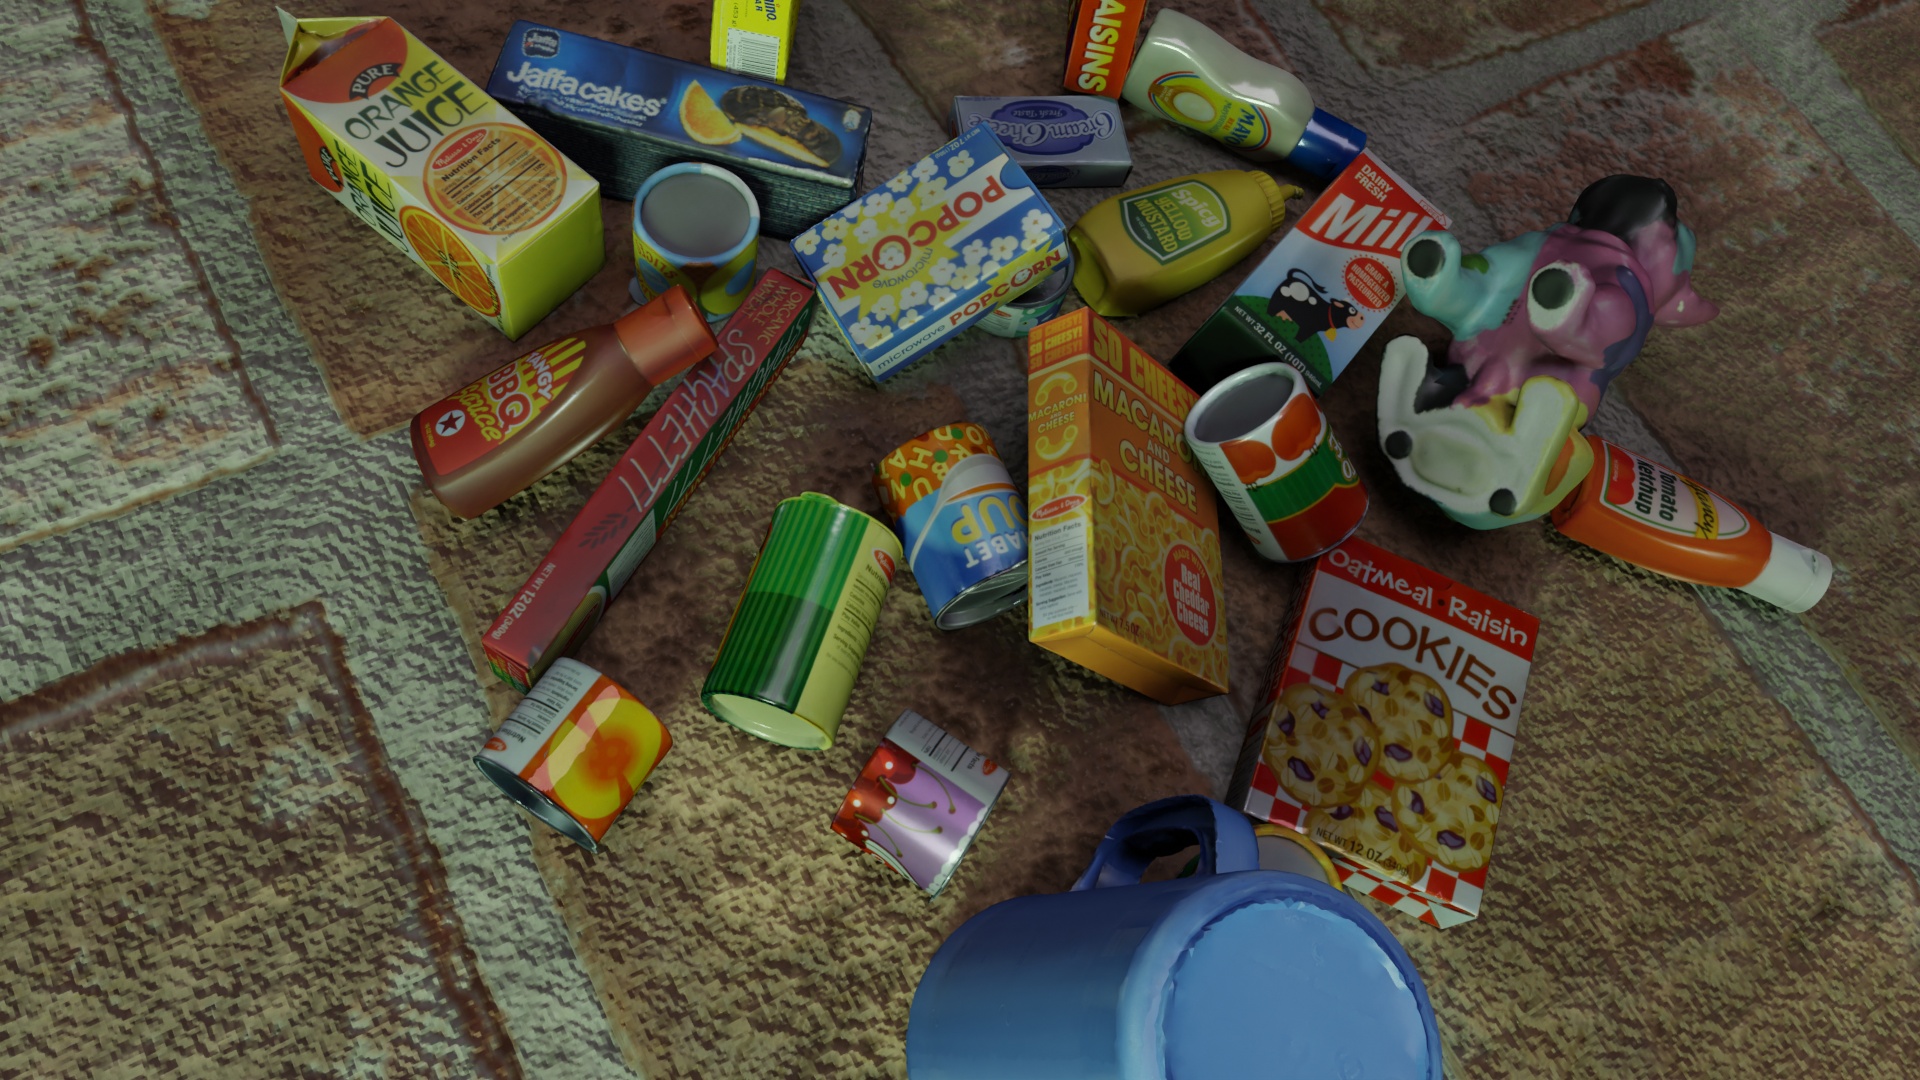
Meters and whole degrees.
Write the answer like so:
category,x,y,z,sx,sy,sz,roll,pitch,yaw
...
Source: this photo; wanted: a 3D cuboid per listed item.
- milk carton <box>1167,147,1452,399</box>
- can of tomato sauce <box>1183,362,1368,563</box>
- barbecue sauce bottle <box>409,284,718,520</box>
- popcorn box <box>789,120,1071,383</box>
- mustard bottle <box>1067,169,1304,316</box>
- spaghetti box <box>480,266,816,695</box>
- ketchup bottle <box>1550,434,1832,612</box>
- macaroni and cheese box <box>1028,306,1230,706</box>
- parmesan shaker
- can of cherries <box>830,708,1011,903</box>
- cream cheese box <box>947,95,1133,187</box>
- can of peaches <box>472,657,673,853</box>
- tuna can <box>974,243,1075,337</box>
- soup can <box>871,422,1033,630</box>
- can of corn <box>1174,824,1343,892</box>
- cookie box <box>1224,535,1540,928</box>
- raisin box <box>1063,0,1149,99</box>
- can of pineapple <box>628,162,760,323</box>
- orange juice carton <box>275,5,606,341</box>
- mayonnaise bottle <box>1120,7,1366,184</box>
category,x,y,z,sx,sy,sz,roll,pitch,yaw
milk carton,0.210,-0.149,0.791,0.072,0.073,0.191,42,65,0
can of tomato sauce,0.165,-0.042,0.719,0.071,0.071,0.083,-52,121,-25
barbecue sauce bottle,-0.189,-0.071,0.672,0.148,0.043,0.065,-30,52,-1
popcorn box,-0.016,-0.154,0.743,0.127,0.038,0.085,-32,66,0
mustard bottle,0.138,-0.183,0.810,0.161,0.048,0.065,-26,75,-20
spaghetti box,-0.147,-0.034,0.687,0.029,0.050,0.251,30,64,2
ketchup bottle,0.411,-0.004,0.783,0.149,0.043,0.065,23,53,0
macaroni and cheese box,0.083,-0.015,0.690,0.123,0.040,0.167,28,53,-45
parmesan shaker,-0.075,0.038,0.656,0.071,0.071,0.103,20,64,-1
can of cherries,-0.019,0.121,0.633,0.058,0.071,0.072,32,64,4
cream cheese box,0.047,-0.239,0.832,0.104,0.024,0.053,-4,67,-13
can of peaches,-0.169,0.095,0.617,0.071,0.071,0.058,32,64,5
tuna can,0.030,-0.152,0.784,0.071,0.032,0.071,4,65,-9
soup can,0.002,-0.009,0.692,0.071,0.071,0.084,-19,71,-18
can of corn,0.139,0.169,0.644,0.071,0.058,0.071,4,66,-9
cookie box,0.216,0.091,0.704,0.123,0.040,0.168,24,64,1
raisin box,0.090,-0.341,0.840,0.040,0.085,0.124,9,52,-3
can of pineapple,-0.142,-0.157,0.740,0.071,0.057,0.071,4,66,-9
orange juice carton,-0.281,-0.200,0.725,0.193,0.071,0.073,38,65,7
mayonnaise bottle,0.174,-0.266,0.849,0.148,0.064,0.041,26,66,-3
